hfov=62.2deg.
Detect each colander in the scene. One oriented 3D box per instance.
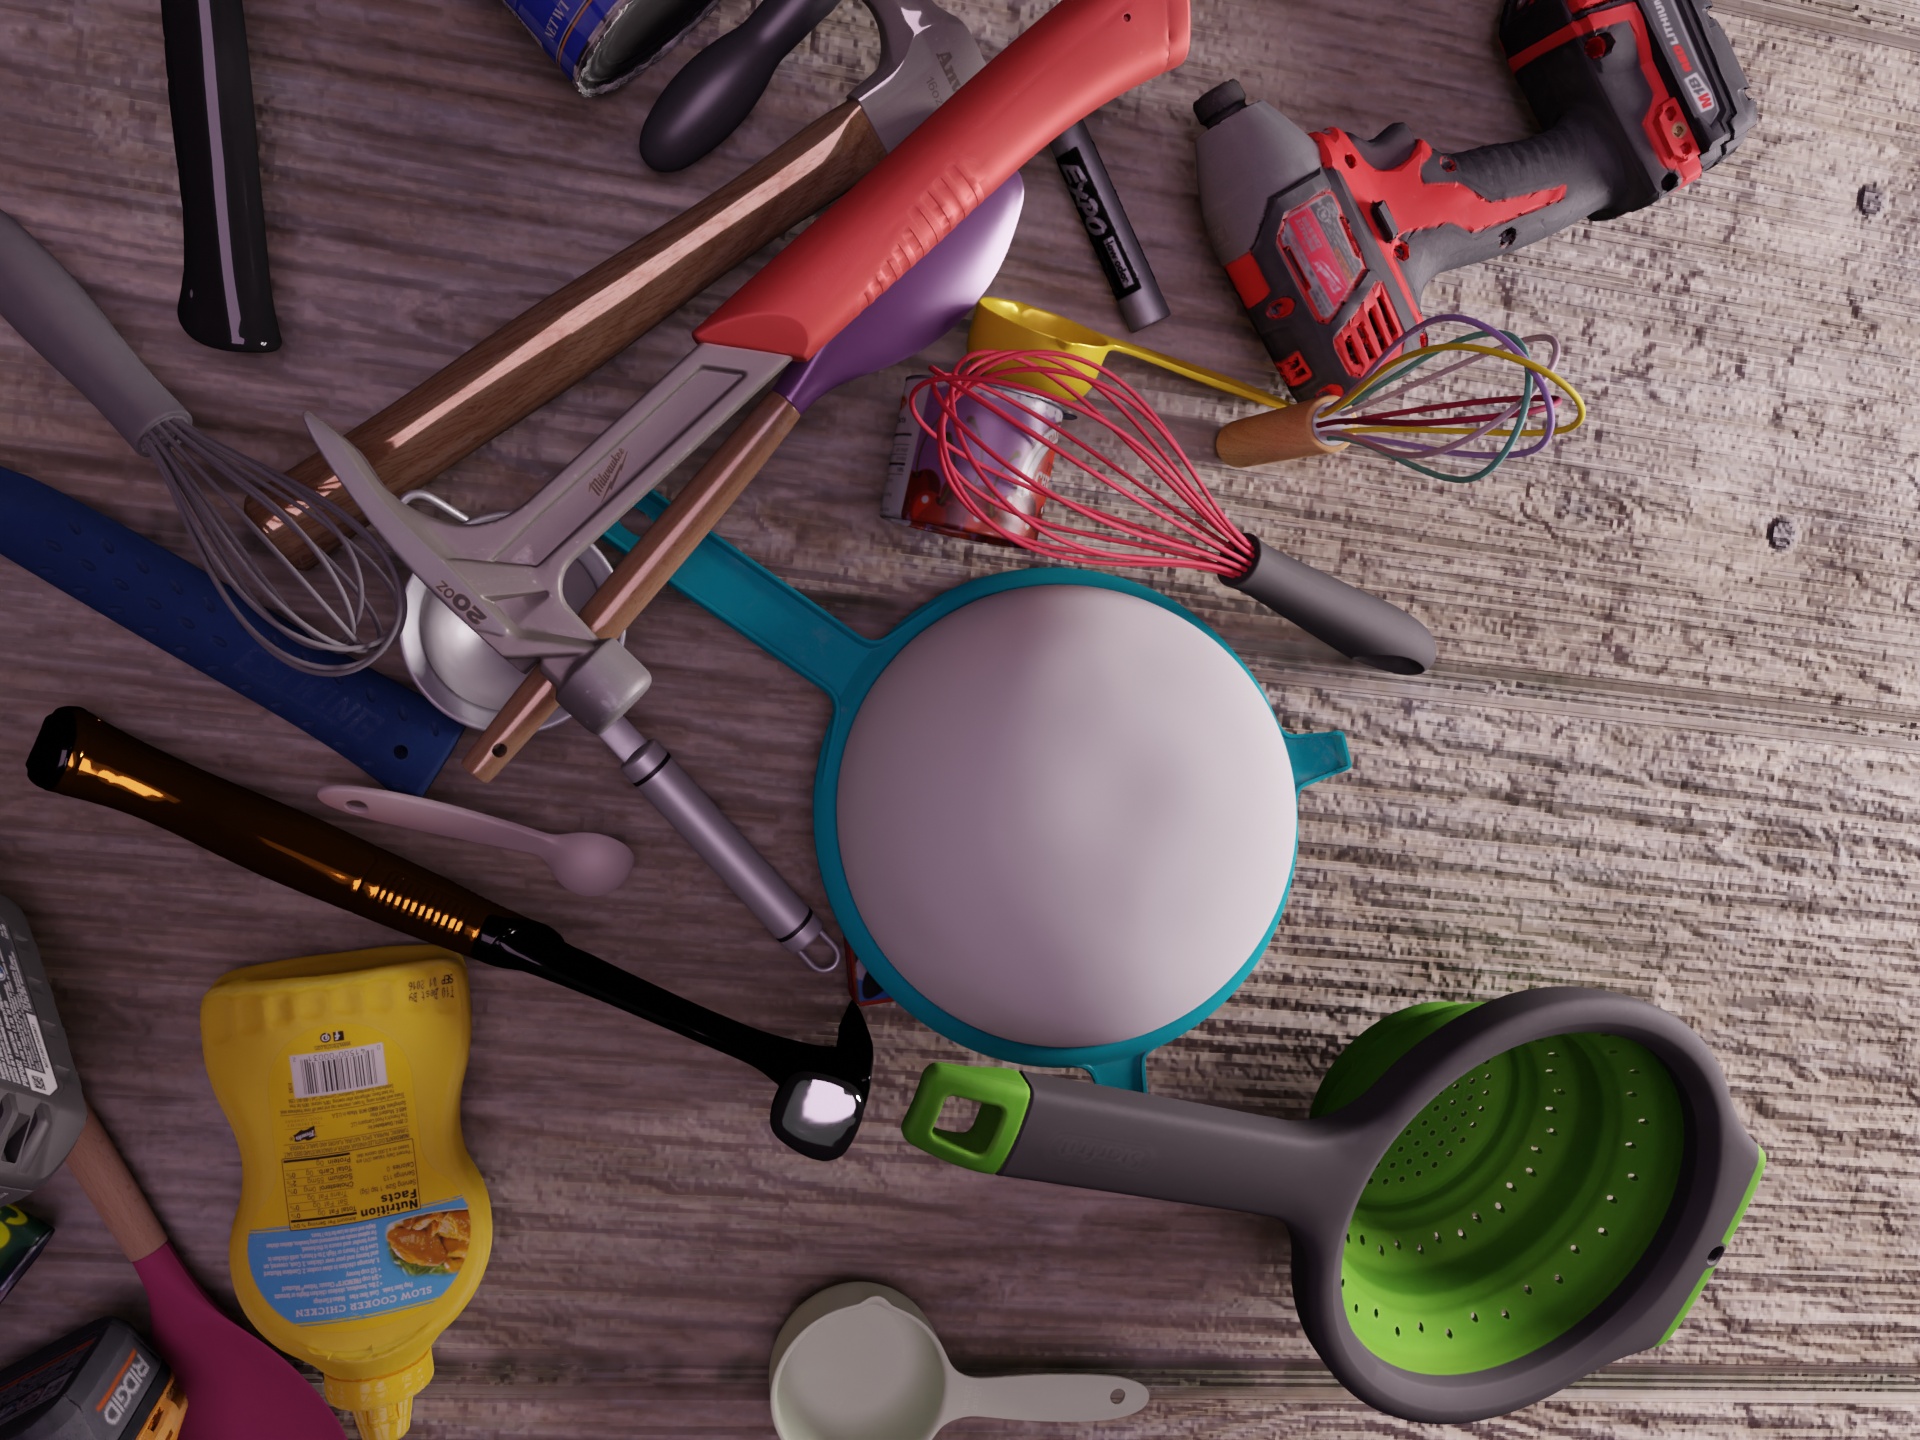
[{"bbox_3d":[0.147,0.169,0.655,0.396,0.095,0.204,16,104,-24],"label":"colander"}]

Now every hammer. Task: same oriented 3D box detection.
[{"bbox_3d":[-0.367,-0.094,0.582,0.405,0.035,0.144,32,88,-13],"label":"hammer"},{"bbox_3d":[-0.191,0.075,0.614,0.337,0.127,0.034,24,91,-3],"label":"hammer"},{"bbox_3d":[-0.057,-0.168,0.583,0.359,0.037,0.149,-44,97,-6],"label":"hammer"},{"bbox_3d":[-0.268,-0.300,0.556,0.035,0.146,0.334,-14,108,-47],"label":"hammer"},{"bbox_3d":[-0.128,-0.163,0.617,0.331,0.031,0.130,-35,121,-2],"label":"hammer"}]

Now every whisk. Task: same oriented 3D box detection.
[{"bbox_3d":[0.098,-0.071,0.633,0.295,0.073,0.073,22,90,-36],"label":"whisk"},{"bbox_3d":[0.148,-0.108,0.582,0.047,0.245,0.051,-2,95,-12],"label":"whisk"},{"bbox_3d":[-0.286,-0.106,0.571,0.055,0.055,0.239,-44,84,-5],"label":"whisk"},{"bbox_3d":[-0.026,-0.323,0.628,0.070,0.070,0.284,43,90,-12],"label":"whisk"}]

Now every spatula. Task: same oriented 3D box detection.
[{"bbox_3d":[-0.082,-0.101,0.609,0.059,0.018,0.316,43,83,-28],"label":"spatula"}]

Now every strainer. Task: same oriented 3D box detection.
[{"bbox_3d":[-0.134,0.012,0.639,0.087,0.050,0.258,-44,107,-14],"label":"strainer"},{"bbox_3d":[-0.001,-0.002,0.624,0.340,0.095,0.211,35,77,-7],"label":"strainer"}]

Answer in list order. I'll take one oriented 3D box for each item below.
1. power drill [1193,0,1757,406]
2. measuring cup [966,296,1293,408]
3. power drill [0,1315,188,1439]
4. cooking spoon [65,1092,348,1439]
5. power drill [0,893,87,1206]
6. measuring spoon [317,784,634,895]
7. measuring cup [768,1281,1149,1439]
[{"bbox_3d":[0.207,-0.242,0.674,0.219,0.078,0.143,-32,100,-5],"label":"power drill"},{"bbox_3d":[0.074,-0.142,0.671,0.156,0.062,0.029,11,114,-24],"label":"measuring cup"},{"bbox_3d":[-0.334,0.364,0.606,0.185,0.084,0.226,-28,105,0],"label":"power drill"},{"bbox_3d":[-0.329,0.185,0.621,0.069,0.017,0.319,-25,99,10],"label":"cooking spoon"},{"bbox_3d":[-0.418,0.163,0.524,0.228,0.080,0.191,-35,61,-4],"label":"power drill"},{"bbox_3d":[-0.189,0.049,0.622,0.124,0.034,0.018,17,50,-24],"label":"measuring spoon"},{"bbox_3d":[-0.001,0.284,0.690,0.167,0.038,0.083,8,93,-14],"label":"measuring cup"}]
